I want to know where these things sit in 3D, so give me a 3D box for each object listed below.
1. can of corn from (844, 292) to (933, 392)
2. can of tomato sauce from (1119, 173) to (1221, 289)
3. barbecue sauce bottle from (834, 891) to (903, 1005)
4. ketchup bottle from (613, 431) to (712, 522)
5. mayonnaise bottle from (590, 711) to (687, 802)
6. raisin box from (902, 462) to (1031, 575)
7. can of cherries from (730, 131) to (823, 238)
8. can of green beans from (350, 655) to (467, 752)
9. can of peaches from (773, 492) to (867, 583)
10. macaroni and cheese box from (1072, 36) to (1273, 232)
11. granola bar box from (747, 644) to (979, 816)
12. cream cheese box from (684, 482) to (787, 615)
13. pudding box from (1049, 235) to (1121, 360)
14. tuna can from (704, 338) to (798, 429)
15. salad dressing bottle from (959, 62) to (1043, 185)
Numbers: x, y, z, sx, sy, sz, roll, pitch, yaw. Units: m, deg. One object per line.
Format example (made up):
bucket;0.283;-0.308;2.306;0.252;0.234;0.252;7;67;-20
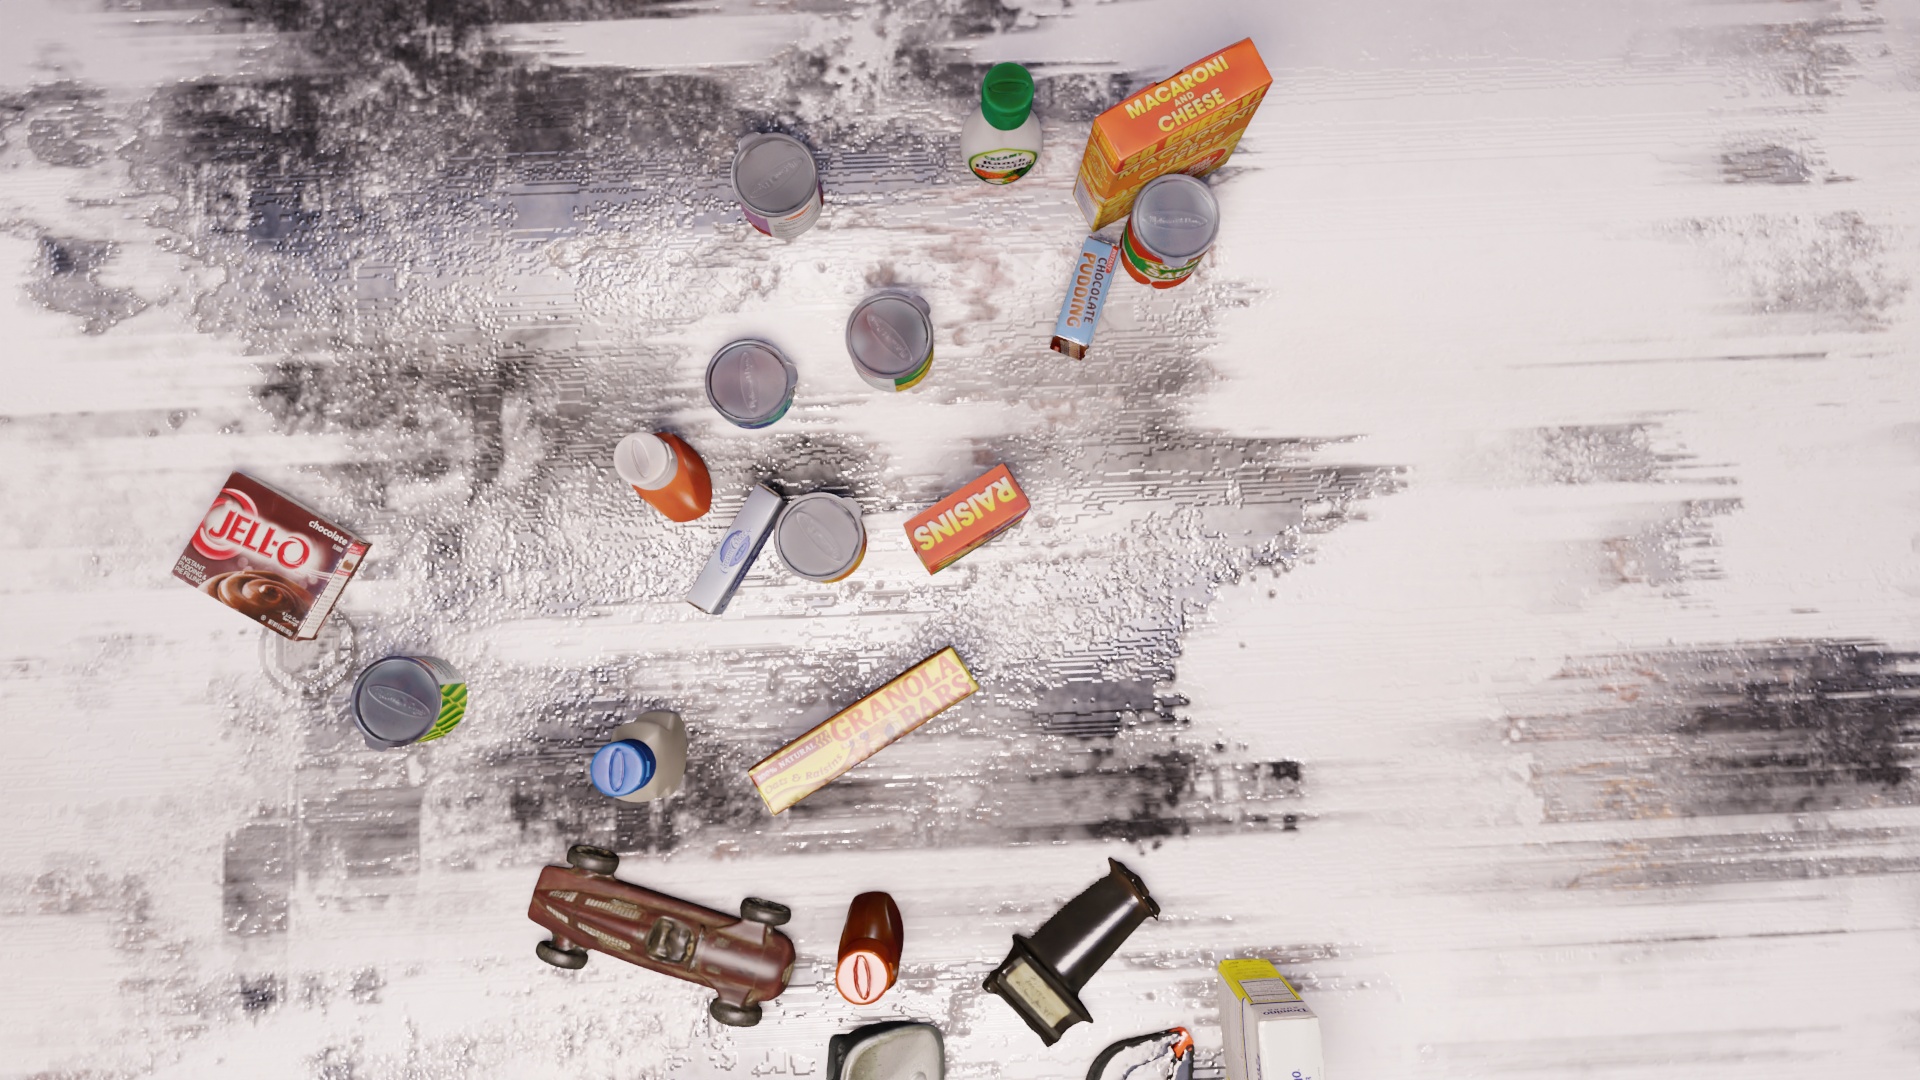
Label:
can of corn;-0.051;-0.152;1.063;0.071;0.058;0.071;0;85;-1
can of tomato sauce;0.159;-0.232;1.060;0.071;0.083;0.071;0;85;-1
barbecue sauce bottle;-0.064;0.290;0.977;0.044;0.148;0.065;-5;85;-1
ketchup bottle;-0.215;-0.050;1.006;0.043;0.148;0.065;-19;86;-2
mayonnaise bottle;-0.227;0.156;0.987;0.041;0.148;0.065;1;85;0
raisin box;0.004;-0.013;1.018;0.086;0.123;0.040;-31;86;-3
can of cherries;-0.141;-0.275;1.073;0.071;0.058;0.071;0;85;-1
can of green beans;-0.409;0.119;1.034;0.071;0.058;0.071;0;85;-1
can of peaches;-0.103;-0.002;1.048;0.071;0.058;0.071;0;85;-1
macaroni and cheese box;0.150;-0.295;1.024;0.124;0.166;0.040;-28;86;-3
granola bar box;-0.067;0.133;1.003;0.166;0.124;0.039;-32;86;-3
cream cheese box;-0.168;0.008;1.049;0.024;0.053;0.104;31;85;2
pudding box;0.096;-0.186;1.072;0.030;0.049;0.084;19;85;1
tuna can;-0.159;-0.120;1.071;0.071;0.033;0.071;0;85;-1
salad dressing bottle;0.032;-0.308;1.033;0.064;0.147;0.044;-3;85;-1
